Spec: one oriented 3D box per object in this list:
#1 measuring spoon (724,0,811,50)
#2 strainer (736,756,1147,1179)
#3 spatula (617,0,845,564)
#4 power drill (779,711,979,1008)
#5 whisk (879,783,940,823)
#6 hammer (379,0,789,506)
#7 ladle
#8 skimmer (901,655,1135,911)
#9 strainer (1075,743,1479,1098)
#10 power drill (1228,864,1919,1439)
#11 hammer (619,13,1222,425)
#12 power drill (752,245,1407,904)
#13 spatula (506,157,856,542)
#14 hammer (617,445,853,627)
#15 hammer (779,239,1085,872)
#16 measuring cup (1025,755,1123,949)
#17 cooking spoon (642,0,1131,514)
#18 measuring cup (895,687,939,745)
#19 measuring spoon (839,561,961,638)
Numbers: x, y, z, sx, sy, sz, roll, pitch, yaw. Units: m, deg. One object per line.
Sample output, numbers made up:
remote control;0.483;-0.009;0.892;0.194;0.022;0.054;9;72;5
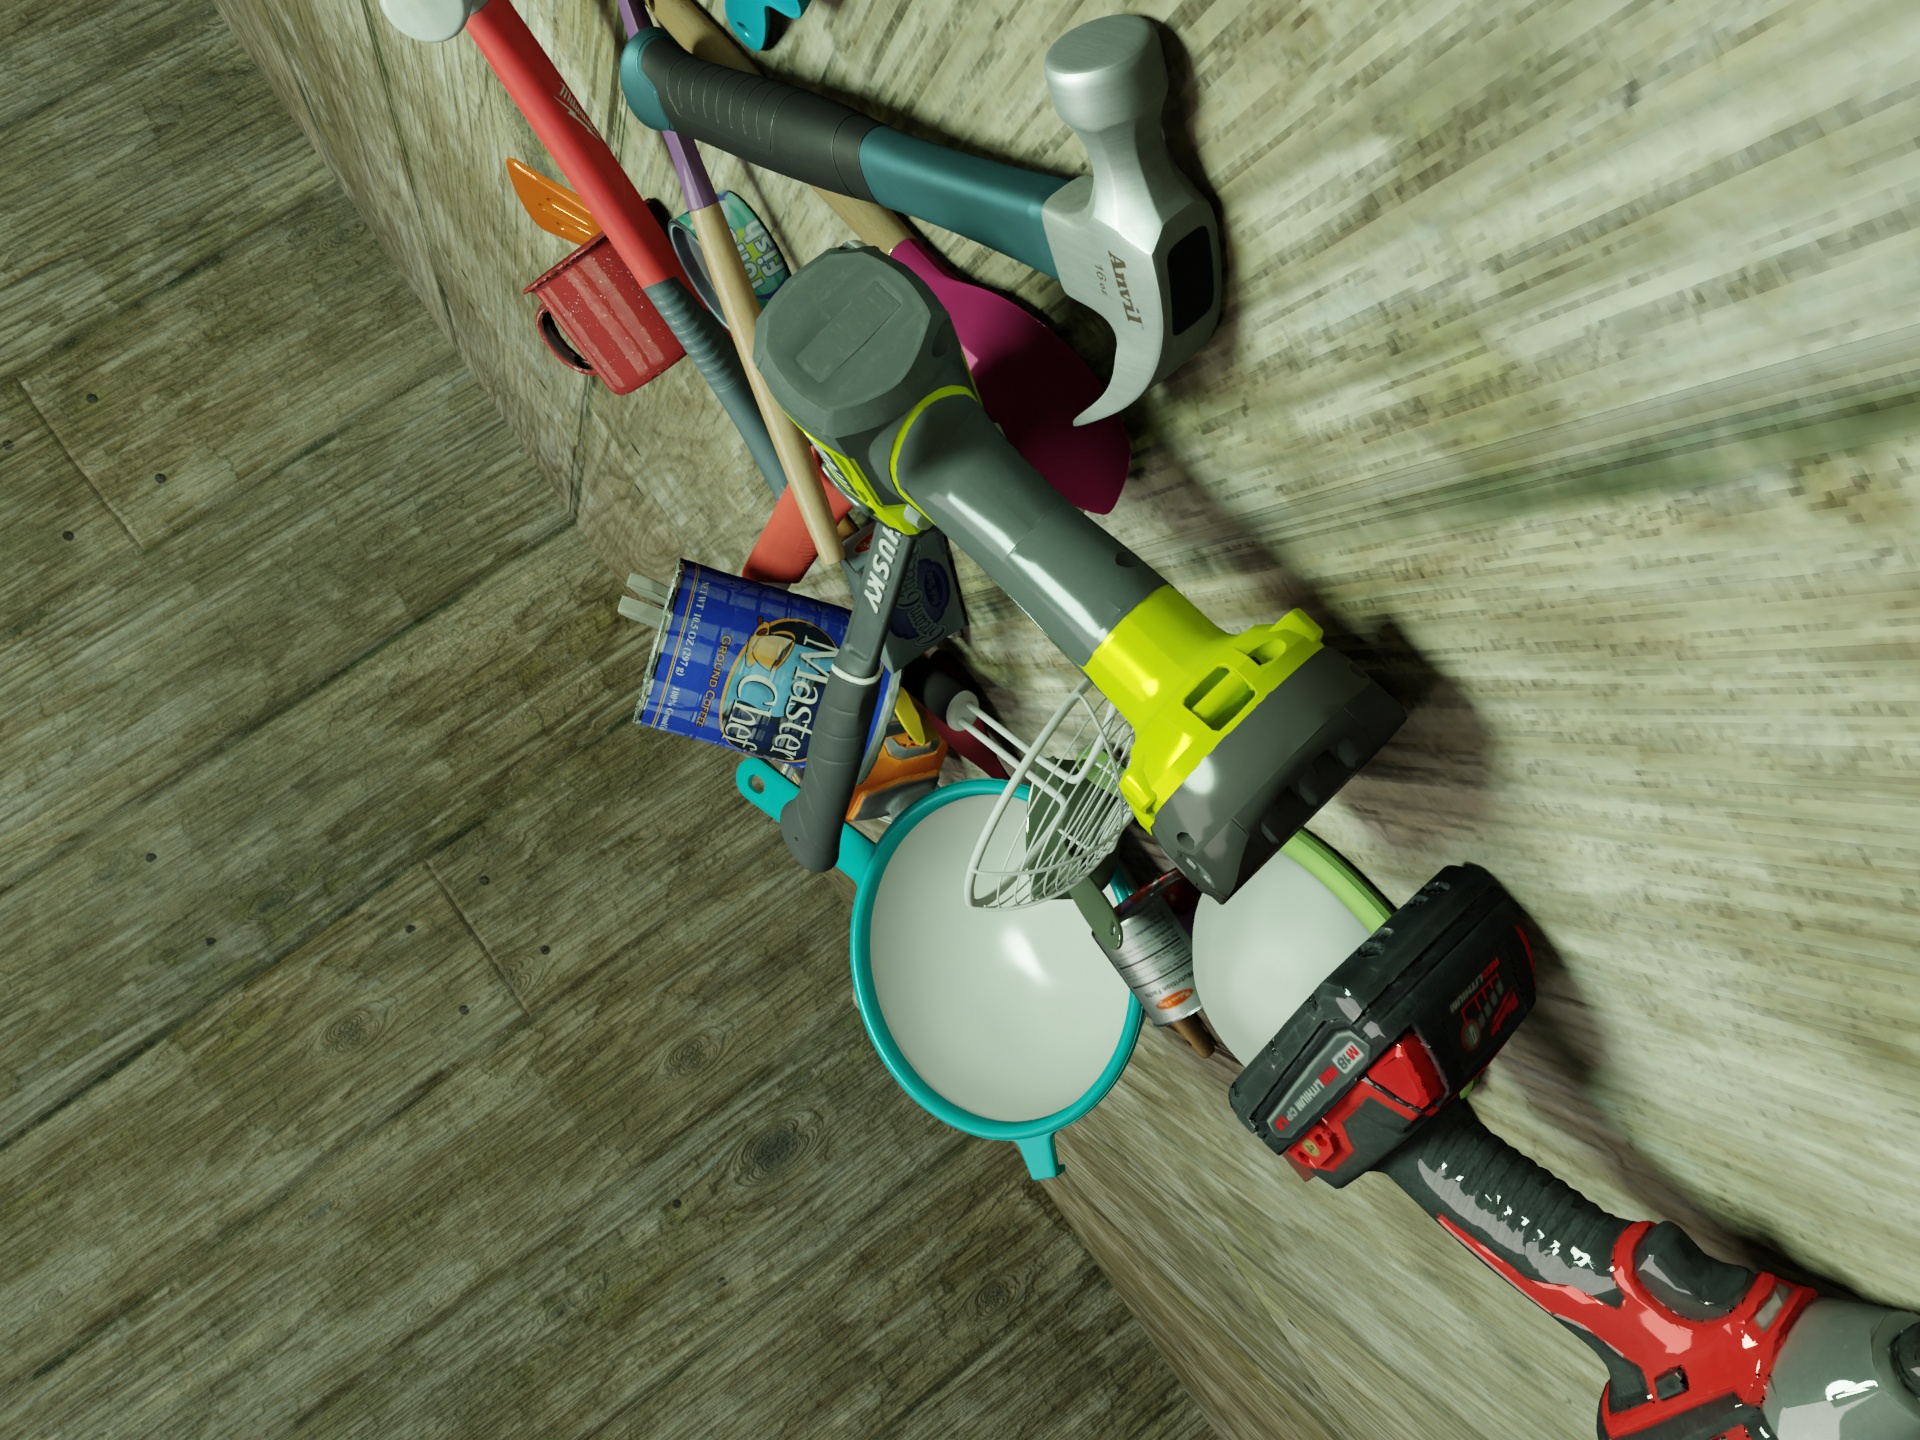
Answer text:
measuring spoon;-0.070;-0.267;0.576;0.042;0.021;0.129;44;180;-15
strainer;-0.004;0.110;0.999;0.341;0.211;0.095;33;-161;33
spatula;-0.110;-0.215;0.743;0.060;0.018;0.315;-111;2;-63
power drill;-0.041;0.102;1.104;0.227;0.164;0.084;57;141;25
whisk;-0.008;0.080;1.230;0.285;0.070;0.070;34;157;47
hammer;-0.166;-0.260;0.851;0.385;0.038;0.143;56;-157;-46
ladle;0.067;0.090;1.018;0.315;0.031;0.069;53;165;-4
skimmer;-0.001;-0.003;0.831;0.090;0.127;0.363;28;-176;-24
strainer;0.115;0.092;0.718;0.257;0.069;0.151;41;162;44
power drill;0.205;0.161;0.517;0.220;0.078;0.143;45;147;18
hammer;-0.033;-0.192;0.540;0.331;0.033;0.128;37;160;44
power drill;0.035;-0.045;0.536;0.223;0.080;0.171;46;180;12
spatula;-0.176;-0.234;1.016;0.323;0.041;0.081;52;171;8
hammer;-0.115;-0.103;0.957;0.149;0.037;0.359;18;162;-12
hammer;-0.044;-0.034;0.791;0.149;0.036;0.408;47;148;18
measuring cup;0.070;0.074;0.810;0.168;0.038;0.083;-121;36;-66
cooking spoon;-0.037;-0.198;0.619;0.319;0.017;0.068;50;152;20
measuring cup;-0.043;-0.058;1.055;0.062;0.029;0.156;26;137;67
measuring spoon;-0.035;-0.080;0.976;0.124;0.018;0.034;34;154;42
